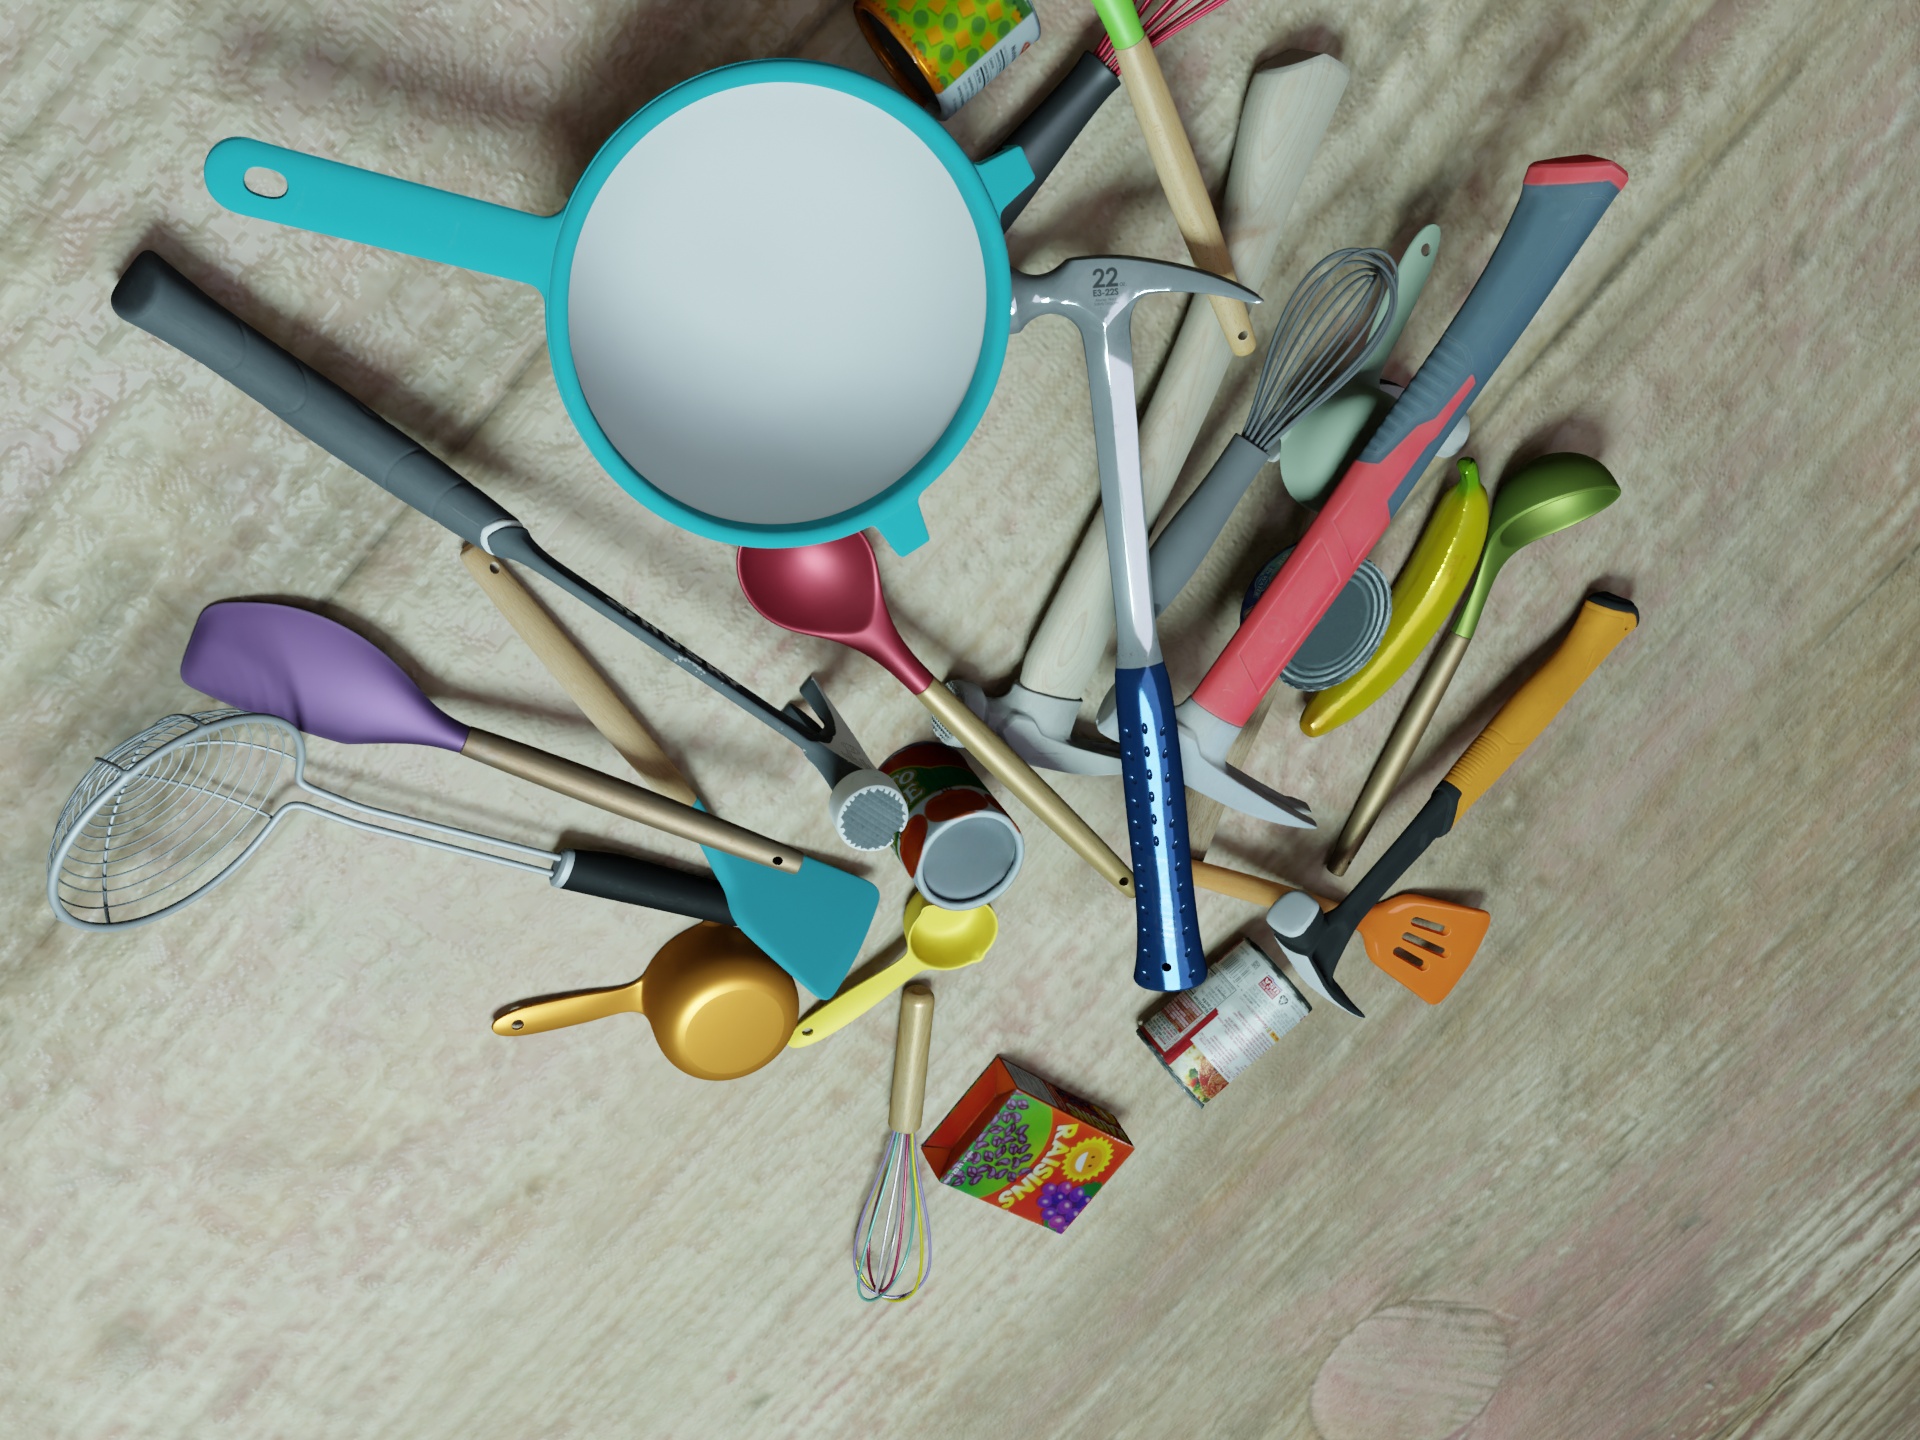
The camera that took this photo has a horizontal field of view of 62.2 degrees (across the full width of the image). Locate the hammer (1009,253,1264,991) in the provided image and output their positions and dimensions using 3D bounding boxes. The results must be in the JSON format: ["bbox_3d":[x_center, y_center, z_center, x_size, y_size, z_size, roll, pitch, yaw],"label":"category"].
[{"bbox_3d":[0.100,-0.041,0.848,0.144,0.035,0.405,-6,110,7],"label":"hammer"}]

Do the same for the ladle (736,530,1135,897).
[{"bbox_3d":[-0.001,-0.003,0.870,0.069,0.031,0.315,-42,112,10],"label":"ladle"}]

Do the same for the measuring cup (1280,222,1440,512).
[{"bbox_3d":[0.236,-0.189,0.878,0.083,0.038,0.167,11,110,-28],"label":"measuring cup"}]

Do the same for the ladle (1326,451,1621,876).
[{"bbox_3d":[0.323,-0.027,1.033,0.078,0.062,0.320,-1,121,-46],"label":"ladle"}]

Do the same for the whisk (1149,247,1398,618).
[{"bbox_3d":[0.155,-0.148,0.856,0.055,0.055,0.239,24,108,-32],"label":"whisk"}]

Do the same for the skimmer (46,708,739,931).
[{"bbox_3d":[-0.253,0.080,0.800,0.363,0.090,0.127,19,116,-34],"label":"skimmer"}]

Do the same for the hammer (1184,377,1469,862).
[{"bbox_3d":[0.190,-0.051,0.973,0.130,0.031,0.331,10,112,-29],"label":"hammer"}]

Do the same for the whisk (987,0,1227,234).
[{"bbox_3d":[0.081,-0.329,0.763,0.073,0.073,0.296,34,106,-34],"label":"whisk"}]

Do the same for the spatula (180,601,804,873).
[{"bbox_3d":[-0.222,0.017,0.796,0.315,0.018,0.059,23,104,-19],"label":"spatula"}]

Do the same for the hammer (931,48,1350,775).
[{"bbox_3d":[0.121,-0.157,0.883,0.146,0.038,0.410,12,110,-31],"label":"hammer"}]

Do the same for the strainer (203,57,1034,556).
[{"bbox_3d":[-0.146,-0.201,0.704,0.340,0.095,0.211,8,110,-26],"label":"strainer"}]

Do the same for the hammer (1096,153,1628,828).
[{"bbox_3d":[0.234,-0.117,0.854,0.143,0.038,0.386,28,111,-12],"label":"hammer"}]

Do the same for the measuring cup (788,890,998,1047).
[{"bbox_3d":[-0.047,0.151,0.983,0.156,0.029,0.062,-36,126,11],"label":"measuring cup"}]

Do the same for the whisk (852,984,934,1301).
[{"bbox_3d":[-0.043,0.282,1.042,0.051,0.047,0.245,-8,115,-33],"label":"whisk"}]

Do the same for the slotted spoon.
[{"bbox_3d":[0.085,-0.293,0.742,0.070,0.031,0.313,-28,132,7],"label":"slotted spoon"}]

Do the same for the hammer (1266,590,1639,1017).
[{"bbox_3d":[0.338,0.046,1.056,0.337,0.034,0.127,-46,134,-9],"label":"hammer"}]

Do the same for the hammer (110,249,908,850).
[{"bbox_3d":[-0.197,-0.078,0.744,0.408,0.149,0.036,36,97,-25],"label":"hammer"}]

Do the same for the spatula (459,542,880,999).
[{"bbox_3d":[-0.153,0.025,0.848,0.317,0.044,0.082,55,44,-32],"label":"spatula"}]

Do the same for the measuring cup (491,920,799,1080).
[{"bbox_3d":[-0.176,0.172,0.911,0.173,0.052,0.095,-8,119,-23],"label":"measuring cup"}]

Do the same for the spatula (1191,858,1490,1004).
[{"bbox_3d":[0.243,0.130,1.074,0.322,0.041,0.081,18,105,-39],"label":"spatula"}]
